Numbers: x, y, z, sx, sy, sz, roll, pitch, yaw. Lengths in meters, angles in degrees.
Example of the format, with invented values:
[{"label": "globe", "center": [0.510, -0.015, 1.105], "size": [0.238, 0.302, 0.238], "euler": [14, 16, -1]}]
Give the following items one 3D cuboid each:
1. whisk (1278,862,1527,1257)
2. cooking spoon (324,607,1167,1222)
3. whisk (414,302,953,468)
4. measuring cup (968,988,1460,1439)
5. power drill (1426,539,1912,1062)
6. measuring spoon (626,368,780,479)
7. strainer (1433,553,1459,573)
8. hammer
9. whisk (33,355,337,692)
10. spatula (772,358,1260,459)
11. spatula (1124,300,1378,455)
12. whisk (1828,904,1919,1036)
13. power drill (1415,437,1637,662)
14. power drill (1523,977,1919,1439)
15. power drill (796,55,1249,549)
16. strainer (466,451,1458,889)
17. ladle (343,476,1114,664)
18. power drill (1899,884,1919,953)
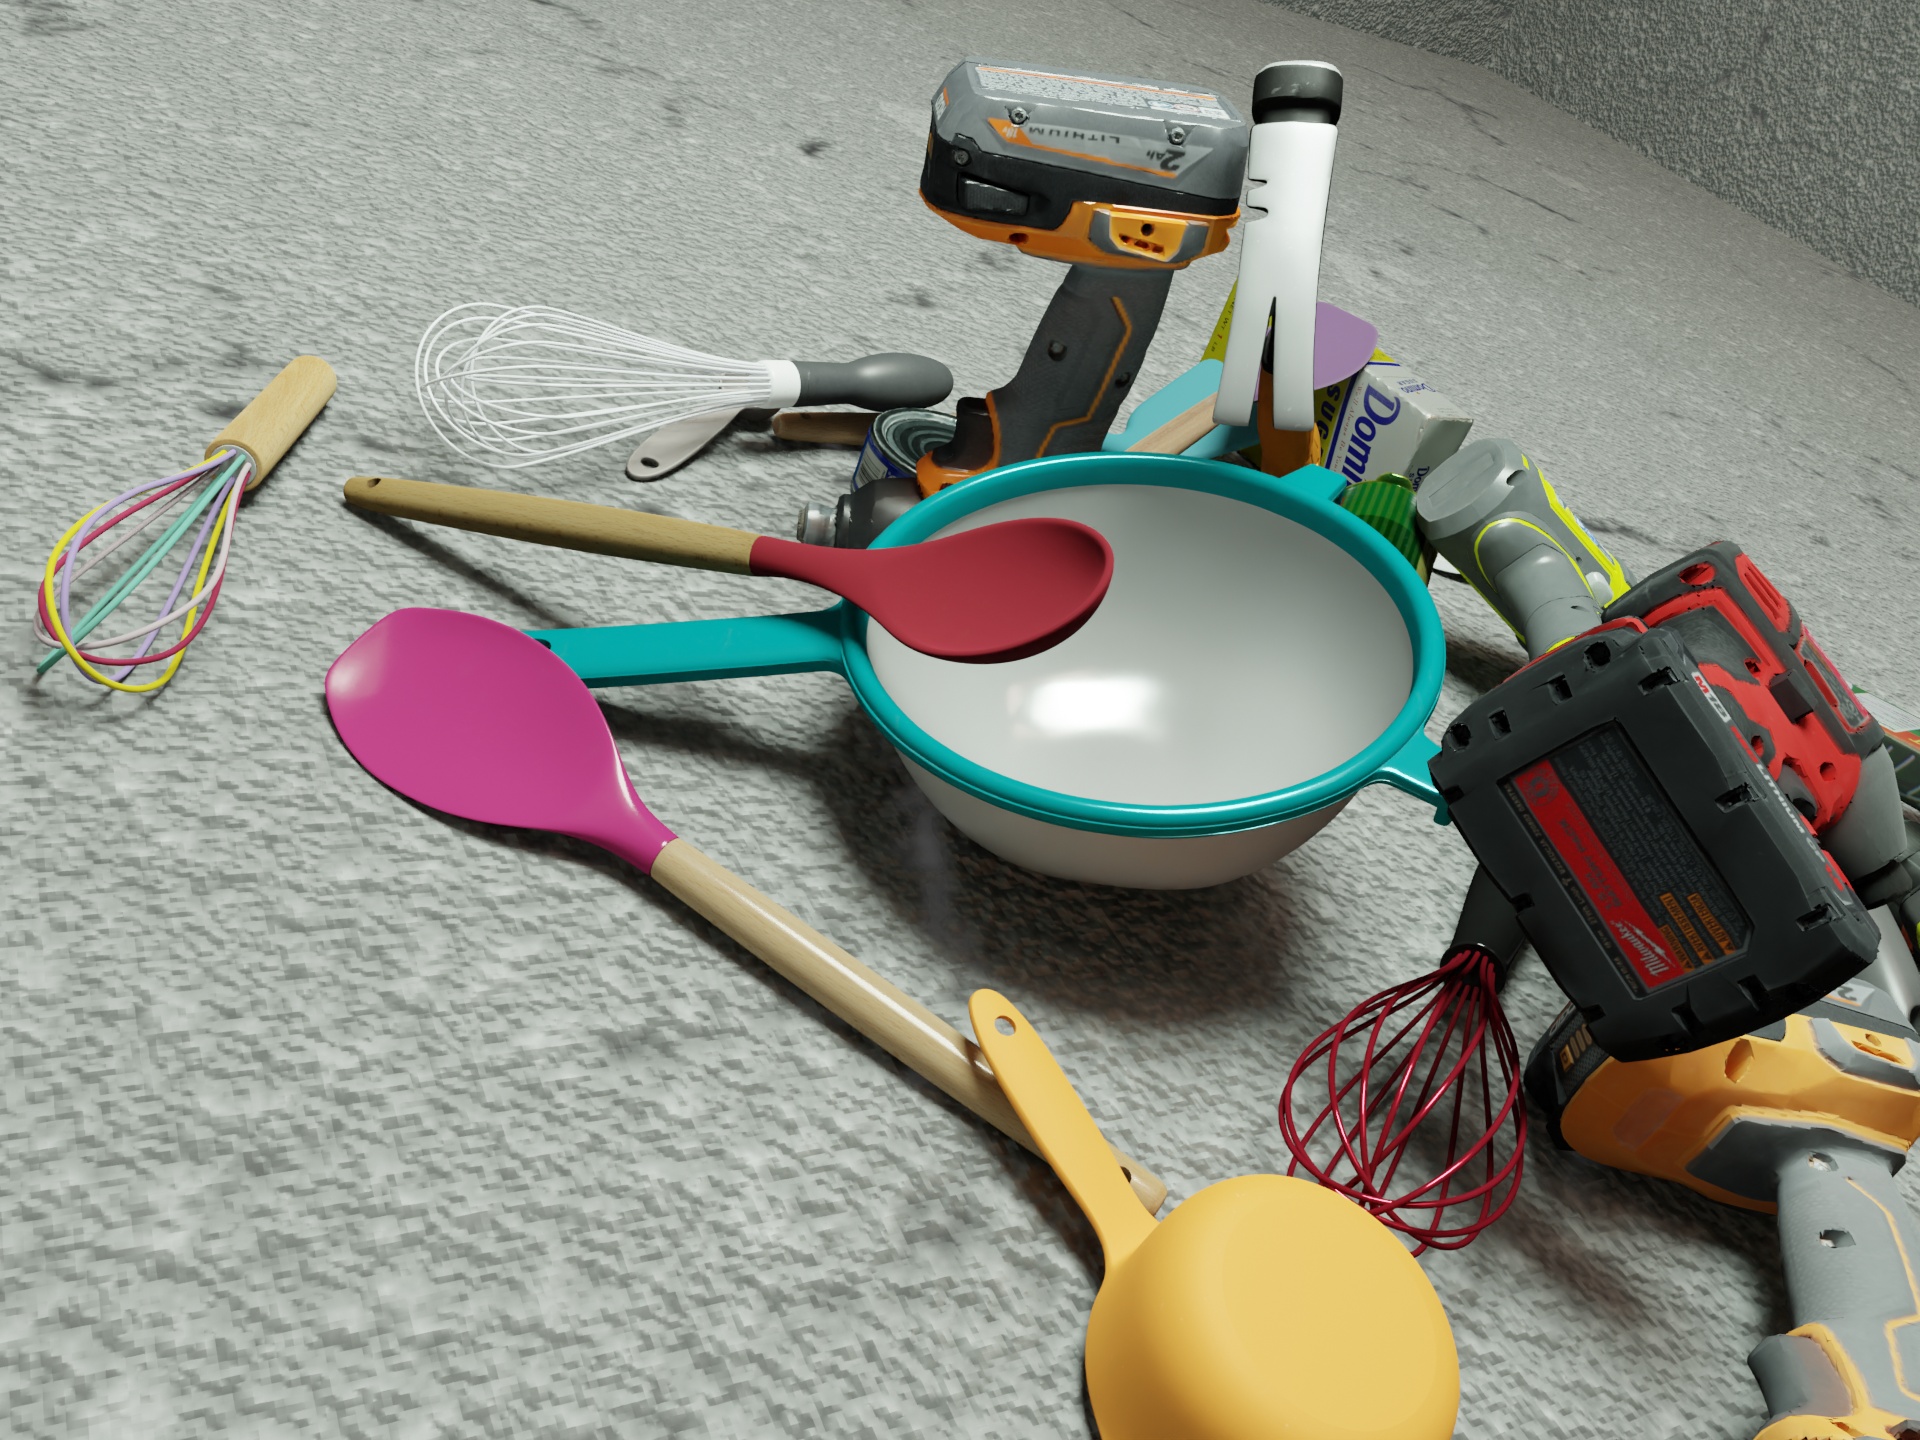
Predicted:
[{"label": "whisk", "center": [0.178, 0.097, 0.560], "size": [0.073, 0.073, 0.296], "euler": [32, 29, 16]}, {"label": "cooking spoon", "center": [-0.073, 0.057, 0.498], "size": [0.319, 0.017, 0.069], "euler": [33, 63, 14]}, {"label": "whisk", "center": [-0.113, -0.154, 0.734], "size": [0.284, 0.070, 0.070], "euler": [-10, 45, -40]}, {"label": "measuring cup", "center": [0.059, 0.130, 0.421], "size": [0.095, 0.052, 0.174], "euler": [-14, 57, -38]}, {"label": "power drill", "center": [0.250, 0.021, 0.521], "size": [0.219, 0.078, 0.143], "euler": [-19, 76, -51]}, {"label": "measuring spoon", "center": [-0.124, -0.138, 0.763], "size": [0.034, 0.018, 0.124], "euler": [31, 40, 7]}, {"label": "strainer", "center": [0.342, -0.080, 0.929], "size": [0.087, 0.050, 0.259], "euler": [-31, 62, -33]}, {"label": "hammer", "center": [0.143, -0.146, 0.697], "size": [0.034, 0.127, 0.336], "euler": [6, -5, 13]}, {"label": "whisk", "center": [-0.269, -0.080, 0.573], "size": [0.047, 0.051, 0.245], "euler": [34, 24, -21]}, {"label": "spatula", "center": [0.041, -0.167, 0.871], "size": [0.317, 0.044, 0.082], "euler": [-6, 45, -35]}, {"label": "spatula", "center": [0.127, -0.157, 0.843], "size": [0.060, 0.018, 0.316], "euler": [36, 53, 25]}, {"label": "whisk", "center": [0.400, 0.055, 0.736], "size": [0.055, 0.055, 0.239], "euler": [15, 46, -11]}, {"label": "power drill", "center": [0.308, -0.016, 0.751], "size": [0.190, 0.080, 0.229], "euler": [40, 28, -22]}, {"label": "power drill", "center": [0.239, 0.170, 0.472], "size": [0.185, 0.084, 0.226], "euler": [14, 38, -10]}, {"label": "power drill", "center": [0.021, -0.144, 0.656], "size": [0.164, 0.226, 0.084], "euler": [5, 34, -7]}, {"label": "strainer", "center": [-0.001, -0.002, 0.584], "size": [0.340, 0.095, 0.211], "euler": [-4, 41, -1]}, {"label": "ladle", "center": [-0.095, -0.062, 0.568], "size": [0.315, 0.031, 0.069], "euler": [11, 49, 21]}, {"label": "power drill", "center": [0.402, 0.132, 0.528], "size": [0.171, 0.080, 0.223], "euler": [34, 33, -4]}]
